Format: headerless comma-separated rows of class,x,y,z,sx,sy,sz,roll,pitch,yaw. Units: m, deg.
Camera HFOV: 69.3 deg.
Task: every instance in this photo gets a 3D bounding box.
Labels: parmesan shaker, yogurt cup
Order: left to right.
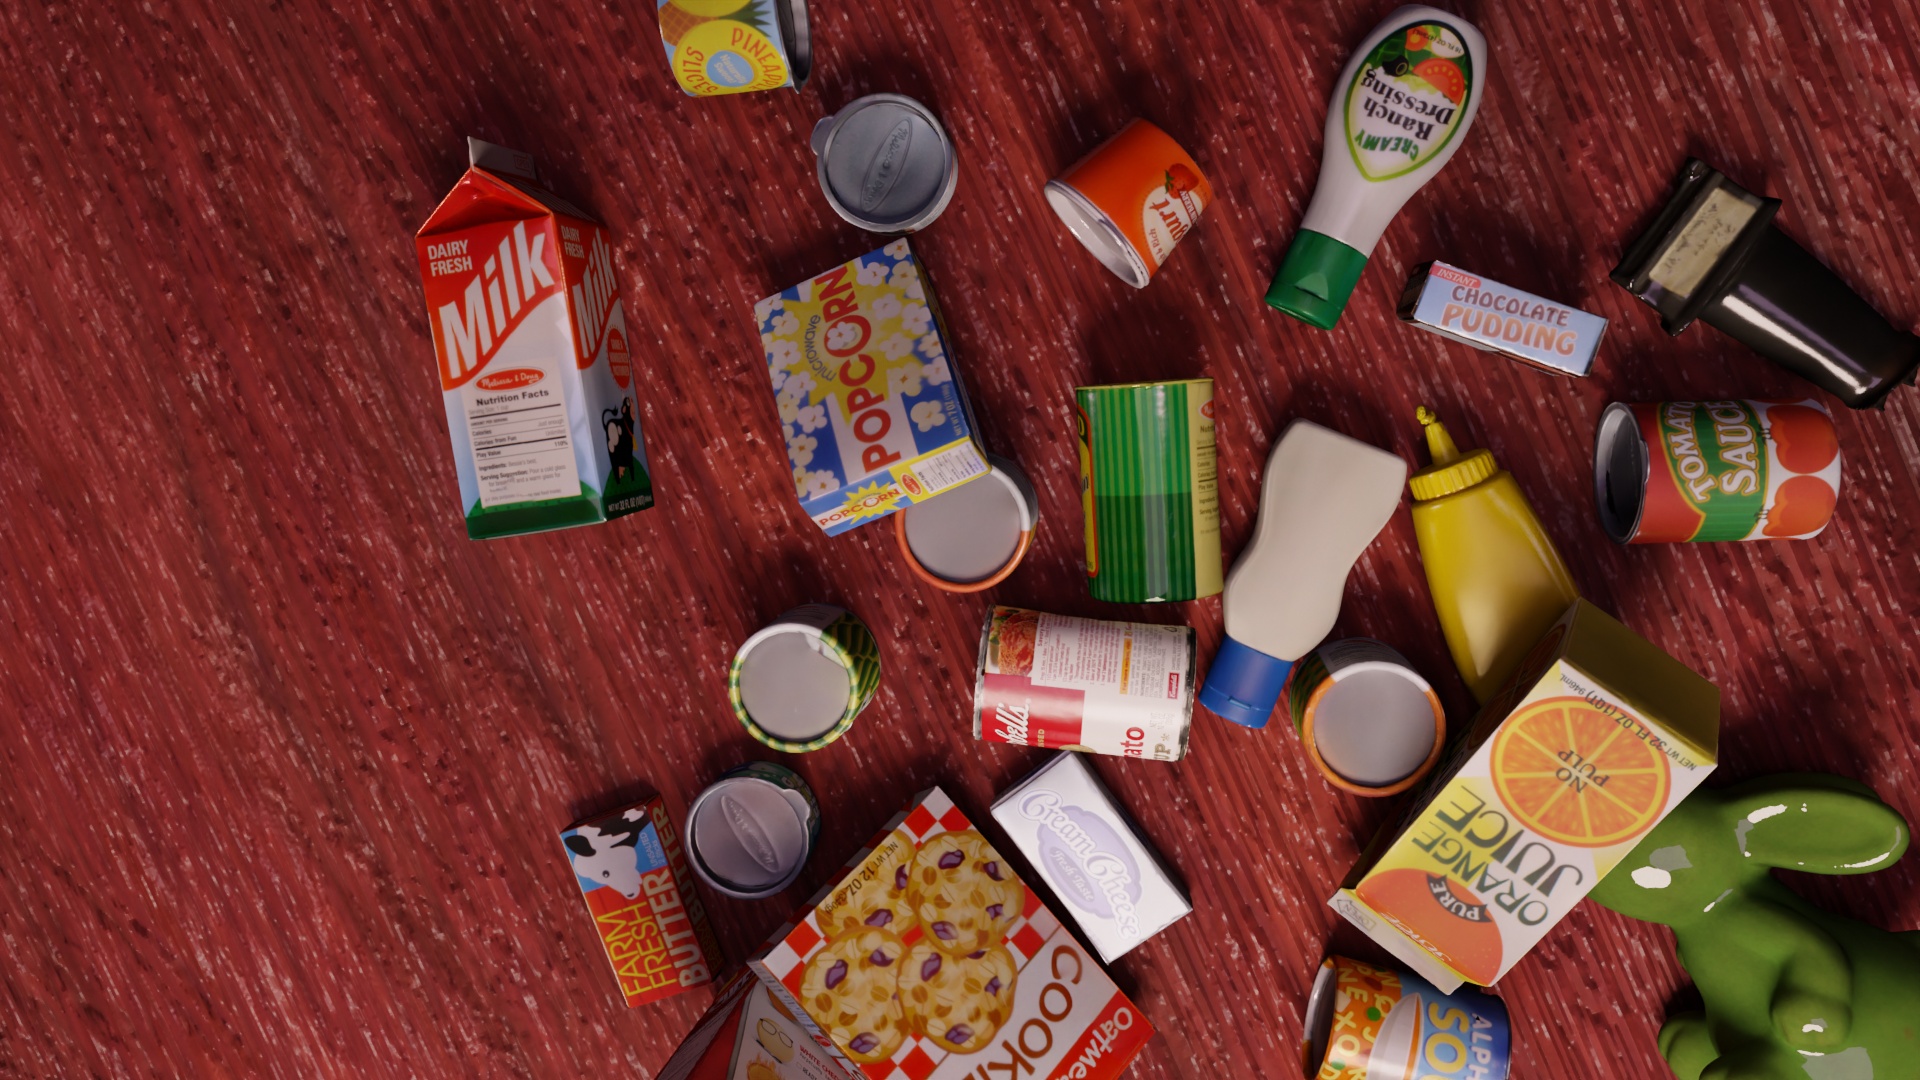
yogurt cup,0.081,-0.162,0.657,0.054,0.072,0.072,-45,90,2
parmesan shaker,0.090,-0.025,0.665,0.071,0.071,0.103,-3,96,7

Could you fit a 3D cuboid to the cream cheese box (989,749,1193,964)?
cream cheese box,0.067,0.160,0.711,0.053,0.024,0.104,-37,91,9

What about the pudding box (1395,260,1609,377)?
pudding box,0.251,-0.103,0.649,0.084,0.050,0.030,21,100,5

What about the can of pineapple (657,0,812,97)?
can of pineapple,-0.107,-0.248,0.667,0.058,0.071,0.071,-4,96,8

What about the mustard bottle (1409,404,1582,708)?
mustard bottle,0.251,0.008,0.660,0.065,0.049,0.160,-22,93,16

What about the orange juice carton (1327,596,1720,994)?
orange juice carton,0.246,0.127,0.625,0.072,0.073,0.191,37,122,13

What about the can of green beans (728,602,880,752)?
can of green beans,-0.078,0.069,0.702,0.071,0.058,0.071,1,97,7

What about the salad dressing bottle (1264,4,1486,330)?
salad dressing bottle,0.192,-0.172,0.651,0.064,0.044,0.147,26,99,5

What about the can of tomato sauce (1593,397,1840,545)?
can of tomato sauce,0.344,-0.033,0.635,0.083,0.071,0.071,-1,96,7

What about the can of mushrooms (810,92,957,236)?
can of mushrooms,-0.037,-0.185,0.683,0.071,0.033,0.071,1,97,7

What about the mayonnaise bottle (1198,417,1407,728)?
mayonnaise bottle,0.160,0.018,0.678,0.065,0.041,0.147,23,99,6

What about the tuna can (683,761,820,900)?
tuna can,-0.106,0.149,0.727,0.071,0.033,0.071,1,96,7

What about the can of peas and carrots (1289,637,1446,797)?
can of peas and carrots,0.195,0.087,0.671,0.071,0.059,0.071,1,96,7

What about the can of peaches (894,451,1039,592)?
can of peaches,0.002,-0.009,0.684,0.071,0.058,0.071,1,96,6

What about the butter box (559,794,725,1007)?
butter box,-0.170,0.193,0.744,0.053,0.024,0.103,-20,93,9

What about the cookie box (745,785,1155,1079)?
cookie box,-0.003,0.226,0.688,0.123,0.040,0.167,-42,90,-26

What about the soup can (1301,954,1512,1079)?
soup can,0.217,0.246,0.679,0.084,0.071,0.071,13,98,6

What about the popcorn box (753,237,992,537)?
popcorn box,-0.044,-0.074,0.662,0.085,0.038,0.127,-22,59,9

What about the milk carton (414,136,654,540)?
milk carton,-0.213,-0.101,0.694,0.073,0.072,0.190,-8,96,8
